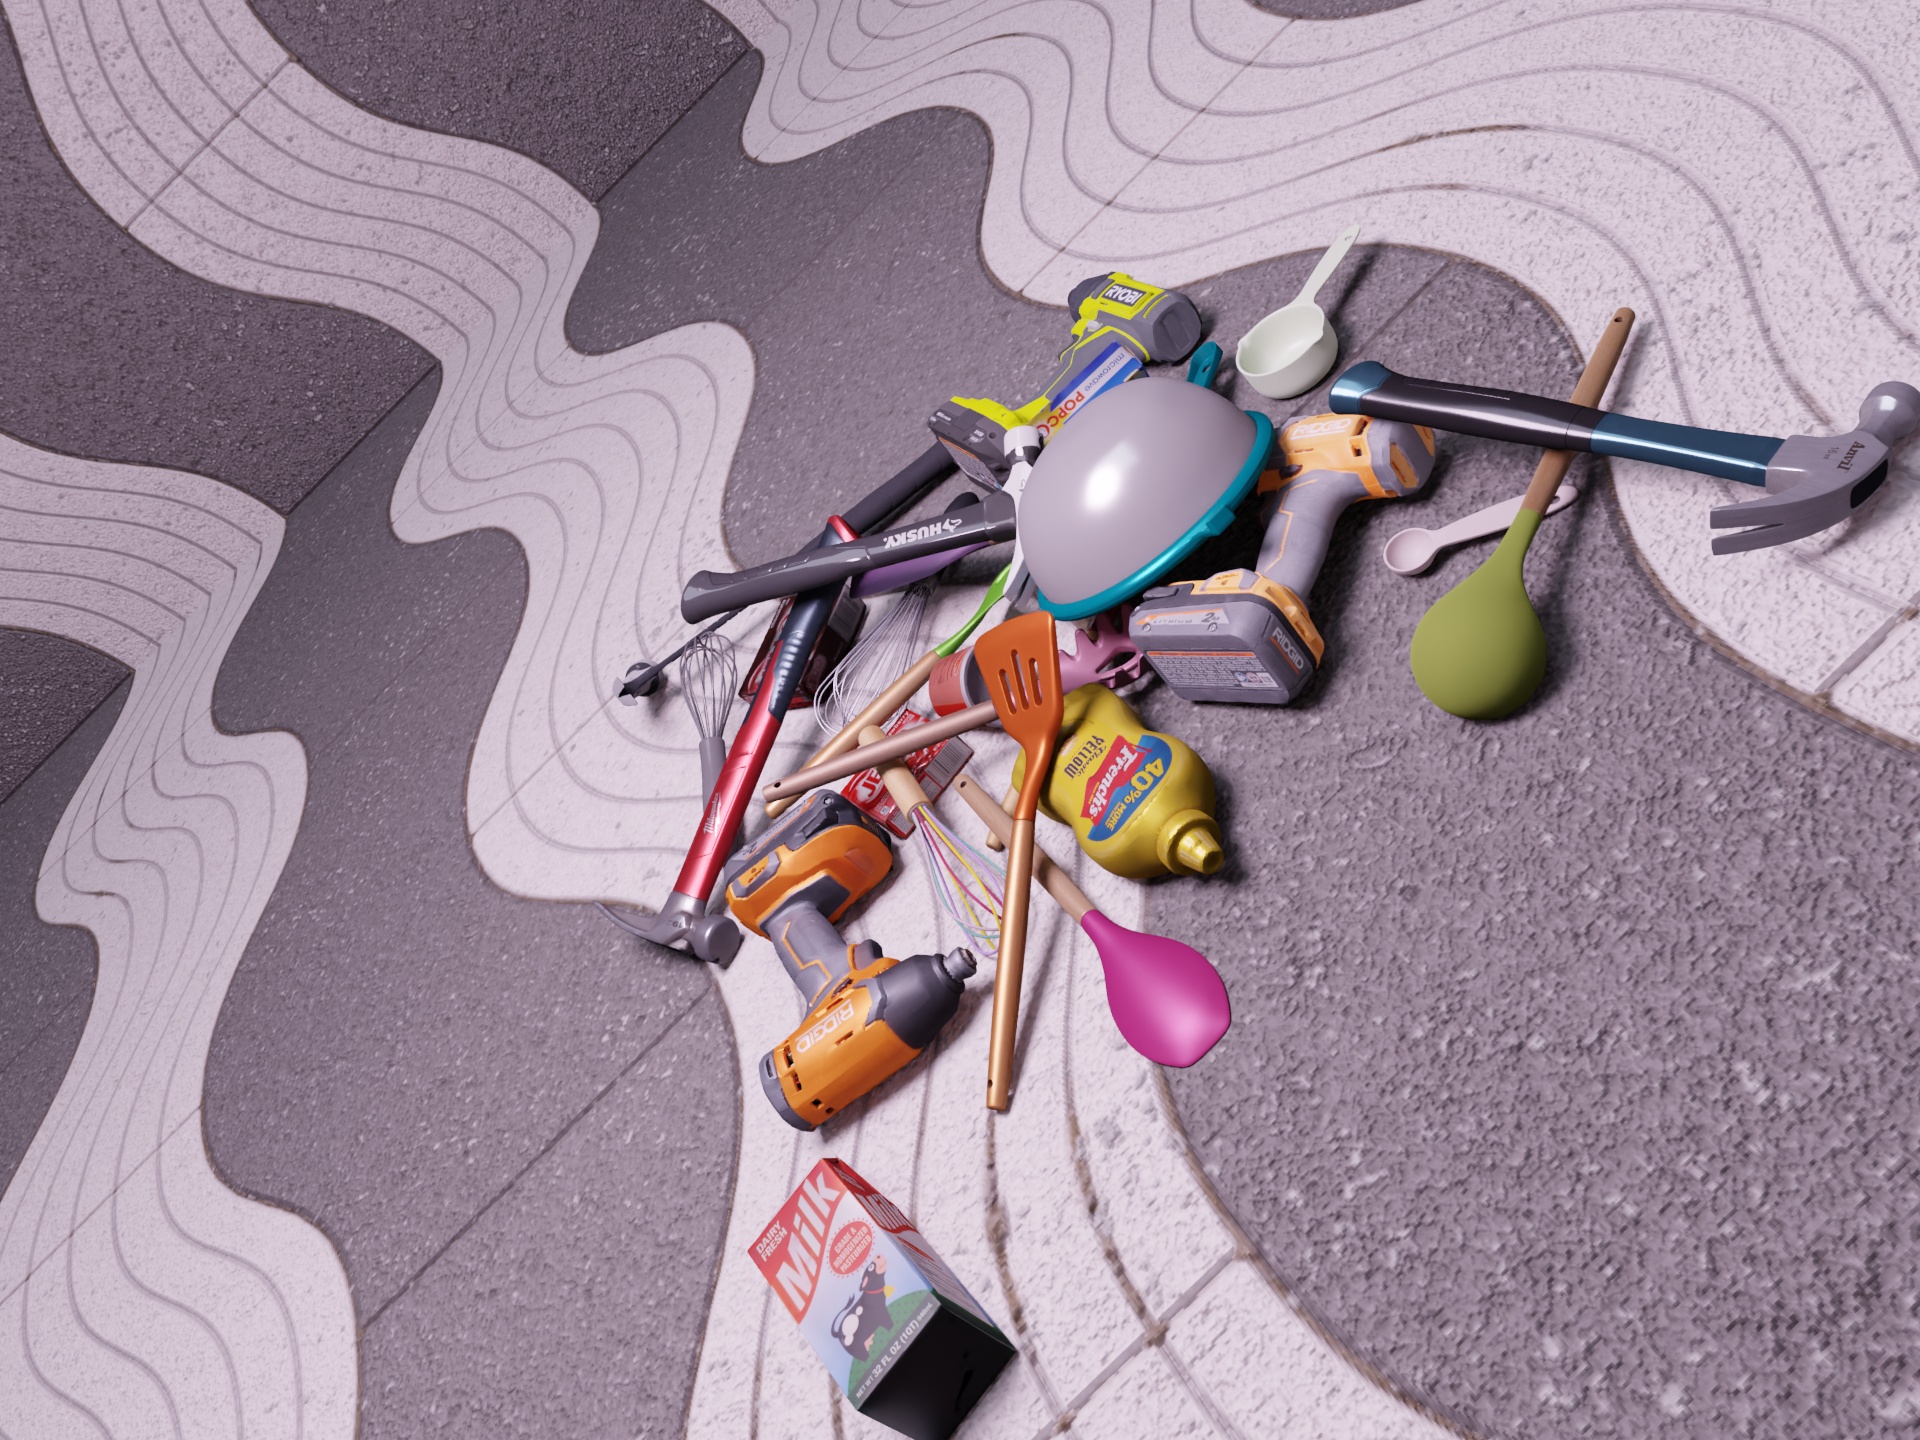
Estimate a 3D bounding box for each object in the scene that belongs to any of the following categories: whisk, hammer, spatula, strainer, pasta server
[{"bbox_3d":[-0.019,0.075,1.132,0.051,0.047,0.245,-40,44,4],"label":"whisk"},{"bbox_3d":[-0.045,-0.093,1.347,0.070,0.070,0.285,-7,46,42],"label":"whisk"},{"bbox_3d":[-0.166,-0.139,1.503,0.409,0.036,0.149,-36,8,7],"label":"hammer"},{"bbox_3d":[0.047,-0.159,1.303,0.316,0.018,0.060,-14,46,23],"label":"spatula"},{"bbox_3d":[0.032,0.087,1.032,0.081,0.041,0.323,-19,58,47],"label":"spatula"},{"bbox_3d":[0.131,-0.217,1.178,0.211,0.095,0.341,-28,26,39],"label":"strainer"},{"bbox_3d":[-0.082,-0.127,1.283,0.335,0.035,0.146,-13,64,23],"label":"hammer"},{"bbox_3d":[-0.002,-0.004,1.152,0.316,0.040,0.060,-21,47,9],"label":"pasta server"},{"bbox_3d":[0.370,-0.174,0.948,0.331,0.033,0.128,23,61,42],"label":"hammer"},{"bbox_3d":[-0.213,0.021,1.383,0.055,0.055,0.239,-28,55,24],"label":"whisk"},{"bbox_3d":[-0.178,0.004,1.322,0.143,0.038,0.386,10,72,37],"label":"hammer"}]

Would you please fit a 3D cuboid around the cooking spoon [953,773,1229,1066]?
[{"bbox_3d":[0.071,0.115,1.035,0.069,0.017,0.319,-46,39,0],"label":"cooking spoon"}]

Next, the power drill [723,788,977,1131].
[{"bbox_3d":[-0.078,0.154,1.112,0.164,0.084,0.227,-37,40,11],"label":"power drill"}]

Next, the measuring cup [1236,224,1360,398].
[{"bbox_3d":[0.281,-0.321,1.253,0.083,0.038,0.168,11,61,50],"label":"measuring cup"}]

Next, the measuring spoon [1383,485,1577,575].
[{"bbox_3d":[0.334,-0.121,1.020,0.124,0.018,0.034,-20,49,23],"label":"measuring spoon"}]

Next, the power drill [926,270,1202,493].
[{"bbox_3d":[0.086,-0.303,1.406,0.223,0.080,0.171,-44,35,-4],"label":"power drill"}]

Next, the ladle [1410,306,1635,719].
[{"bbox_3d":[0.361,-0.135,0.979,0.078,0.062,0.320,13,59,35],"label":"ladle"}]

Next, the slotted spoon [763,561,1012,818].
[{"bbox_3d":[-0.036,-0.033,1.253,0.314,0.031,0.070,-43,2,-7],"label":"slotted spoon"}]

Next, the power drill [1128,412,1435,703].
[{"bbox_3d":[0.204,-0.122,1.098,0.185,0.084,0.226,4,54,51],"label":"power drill"}]

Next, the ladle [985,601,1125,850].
[{"bbox_3d":[0.091,-0.042,1.178,0.069,0.031,0.315,6,62,46],"label":"ladle"}]
